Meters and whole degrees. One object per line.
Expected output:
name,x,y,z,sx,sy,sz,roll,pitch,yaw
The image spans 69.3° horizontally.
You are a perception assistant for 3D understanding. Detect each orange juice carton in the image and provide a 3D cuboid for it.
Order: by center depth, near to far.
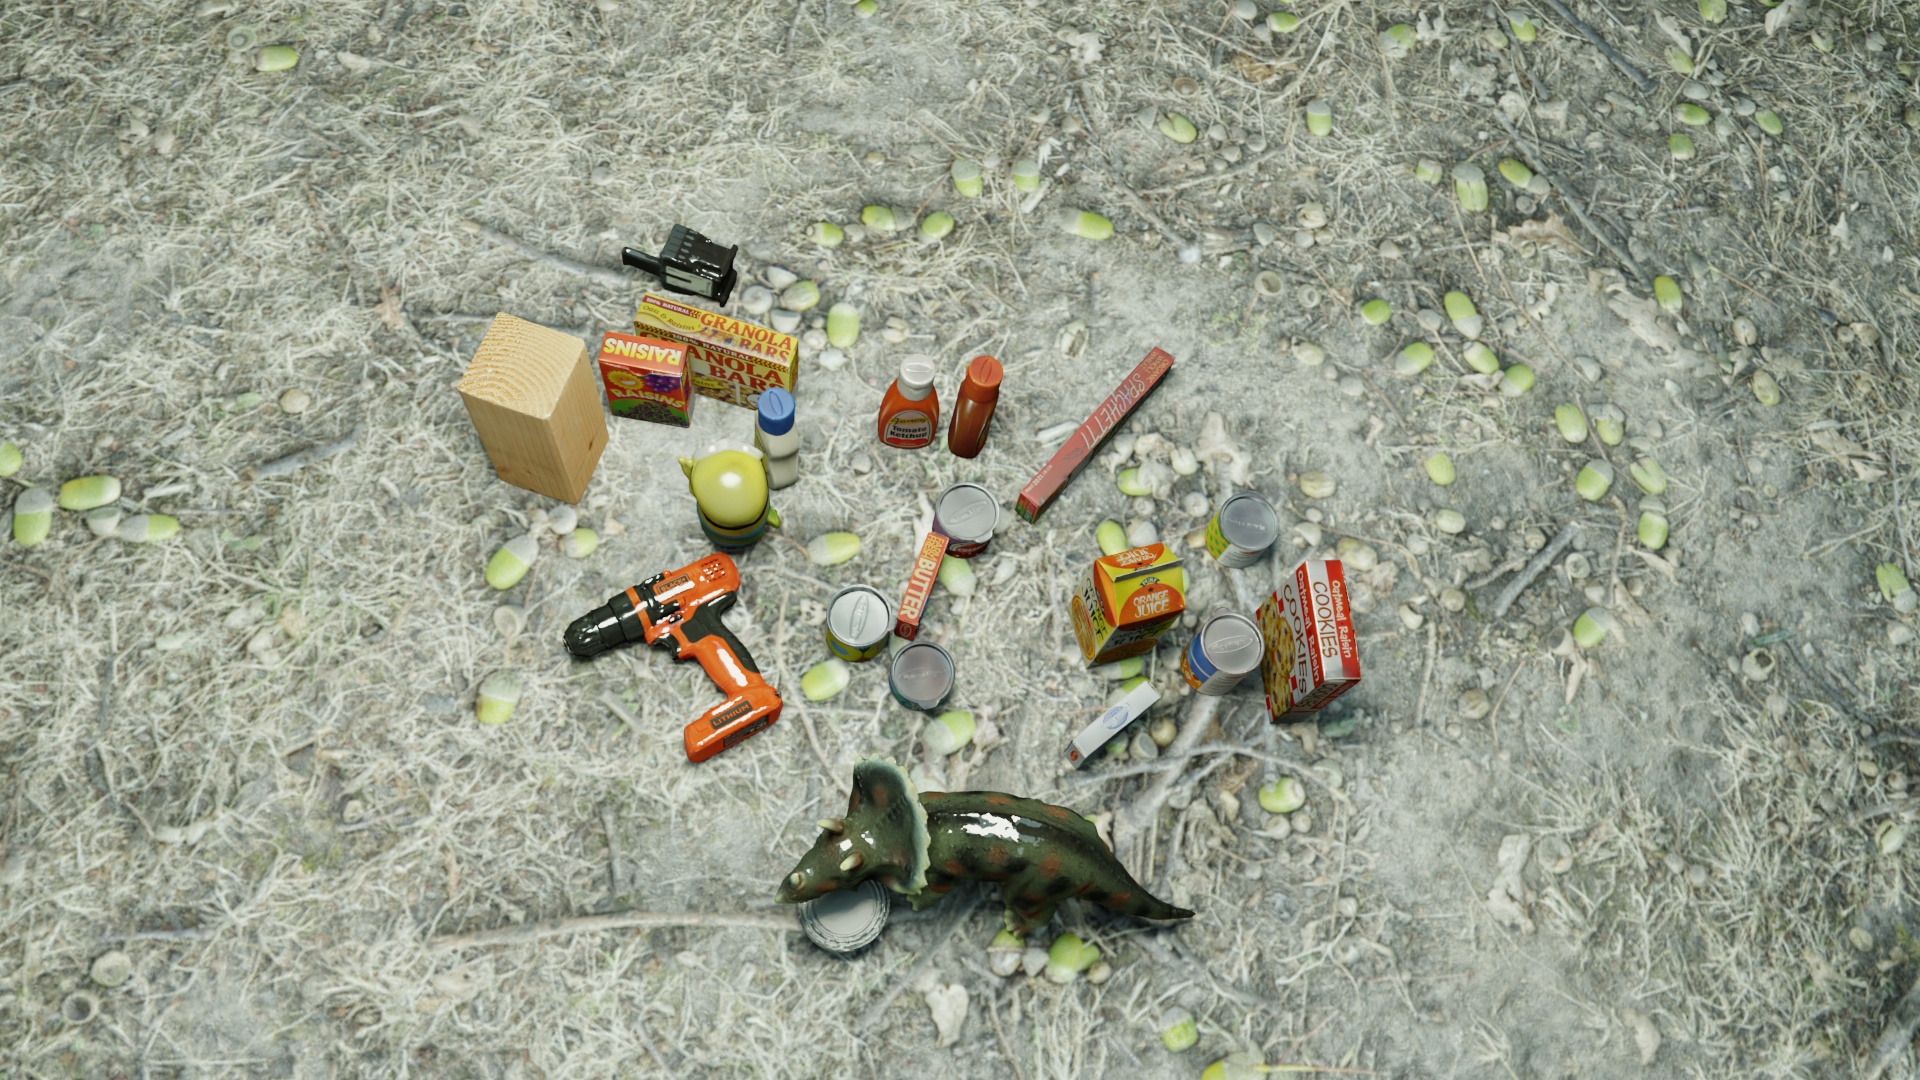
orange juice carton,0.166,0.060,1.377,0.072,0.192,0.073,-13,71,-12

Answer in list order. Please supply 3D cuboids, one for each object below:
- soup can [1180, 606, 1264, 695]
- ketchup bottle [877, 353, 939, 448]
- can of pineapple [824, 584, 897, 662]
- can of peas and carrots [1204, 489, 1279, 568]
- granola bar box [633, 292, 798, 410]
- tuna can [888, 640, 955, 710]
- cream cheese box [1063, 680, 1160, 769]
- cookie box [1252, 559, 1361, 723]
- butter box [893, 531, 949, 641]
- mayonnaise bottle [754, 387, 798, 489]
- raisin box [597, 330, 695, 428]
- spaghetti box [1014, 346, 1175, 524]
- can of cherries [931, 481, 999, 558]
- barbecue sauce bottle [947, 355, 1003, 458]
soup can,0.267,0.115,1.427,0.071,0.083,0.071,3,68,-6
ketchup bottle,-0.051,-0.146,1.456,0.065,0.148,0.044,2,68,-7
can of pineapple,-0.102,0.085,1.405,0.071,0.057,0.071,3,68,-6
can of peas and carrots,0.302,-0.012,1.497,0.071,0.058,0.071,3,68,-6
granola bar box,-0.254,-0.192,1.462,0.166,0.123,0.039,17,67,0
tuna can,-0.039,0.140,1.404,0.071,0.032,0.071,3,68,-6
cream cheese box,0.152,0.186,1.399,0.104,0.053,0.024,-36,77,-19
cookie box,0.346,0.104,1.396,0.040,0.166,0.123,-1,68,-8
butter box,-0.041,0.047,1.431,0.024,0.053,0.104,19,67,1
mayonnaise bottle,-0.189,-0.108,1.423,0.041,0.147,0.065,-19,72,-14
raisin box,-0.324,-0.165,1.443,0.086,0.123,0.040,10,67,-3
spaghetti box,0.149,-0.118,1.525,0.029,0.050,0.251,39,69,9
can of cherries,0.005,-0.018,1.461,0.071,0.058,0.072,3,68,-6
barbecue sauce bottle,0.016,-0.144,1.465,0.044,0.148,0.065,16,67,-1
